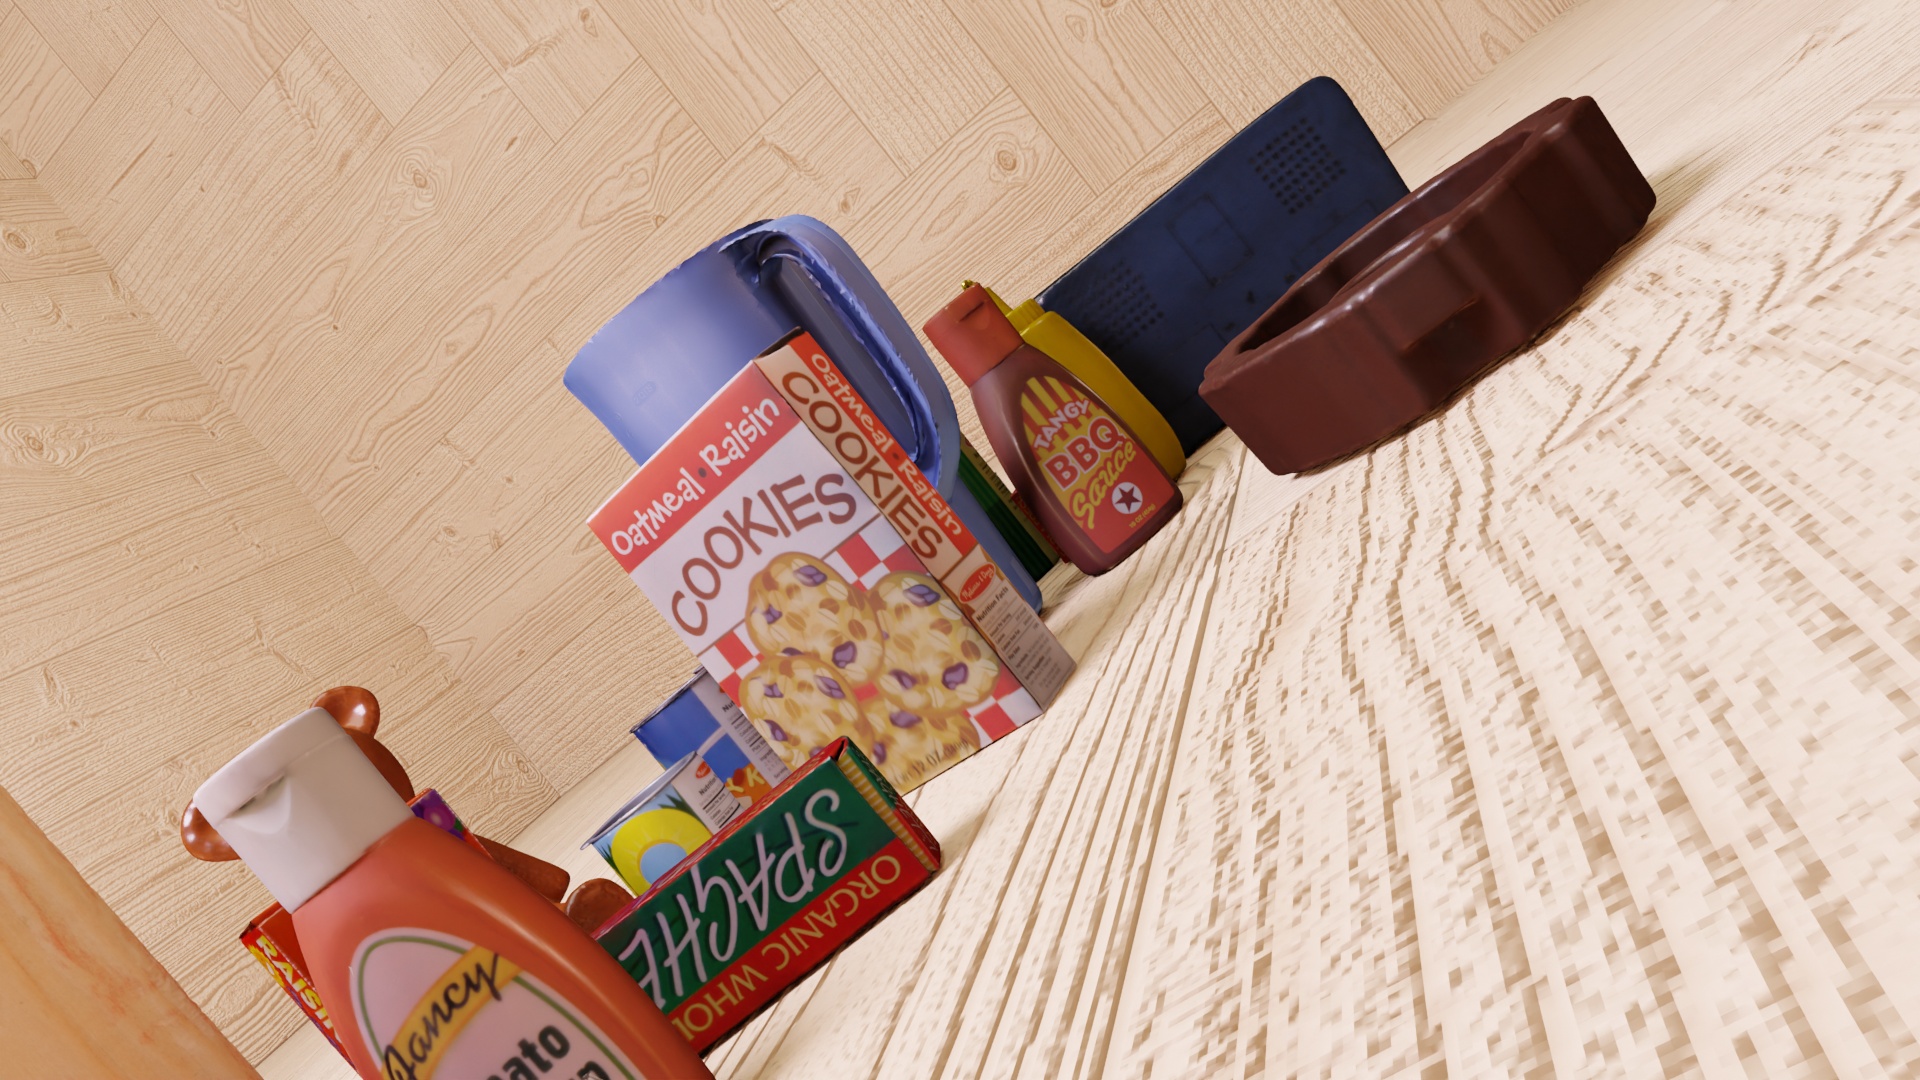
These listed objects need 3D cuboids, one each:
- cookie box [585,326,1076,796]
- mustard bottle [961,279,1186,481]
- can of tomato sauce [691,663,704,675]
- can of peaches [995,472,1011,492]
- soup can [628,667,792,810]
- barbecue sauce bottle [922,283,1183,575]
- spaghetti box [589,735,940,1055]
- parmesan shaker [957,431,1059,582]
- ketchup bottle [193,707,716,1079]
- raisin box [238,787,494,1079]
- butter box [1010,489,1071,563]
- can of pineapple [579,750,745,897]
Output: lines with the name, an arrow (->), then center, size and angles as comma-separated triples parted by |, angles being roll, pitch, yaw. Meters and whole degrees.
cookie box -> -0.054, 0.019, 0.548 | 0.122, 0.167, 0.040 | -36, 5, 36
mustard bottle -> 0.057, -0.086, 0.774 | 0.049, 0.160, 0.065 | -42, 5, -38
can of tomato sauce -> -0.126, 0.098, 0.924 | 0.071, 0.083, 0.071 | -39, 4, 3
can of peaches -> 0.016, -0.005, 0.971 | 0.071, 0.058, 0.071 | -39, 4, 3
soup can -> -0.132, 0.116, 0.769 | 0.071, 0.083, 0.071 | -39, 4, 3
barbecue sauce bottle -> 0.041, -0.057, 0.680 | 0.065, 0.148, 0.043 | -40, 4, -18
spaghetti box -> -0.116, 0.155, 0.436 | 0.250, 0.050, 0.029 | -39, 4, 5
parmesan shaker -> 0.003, -0.010, 0.828 | 0.071, 0.103, 0.071 | -39, 4, 3
ketchup bottle -> -0.129, 0.110, 0.351 | 0.065, 0.148, 0.043 | -39, 4, -3
raisin box -> -0.214, 0.176, 0.565 | 0.040, 0.123, 0.086 | -35, 5, 47
butter box -> 0.062, -0.025, 0.819 | 0.024, 0.053, 0.104 | -38, 4, 19
can of pineapple -> -0.137, 0.146, 0.673 | 0.071, 0.058, 0.071 | -39, 4, 3
